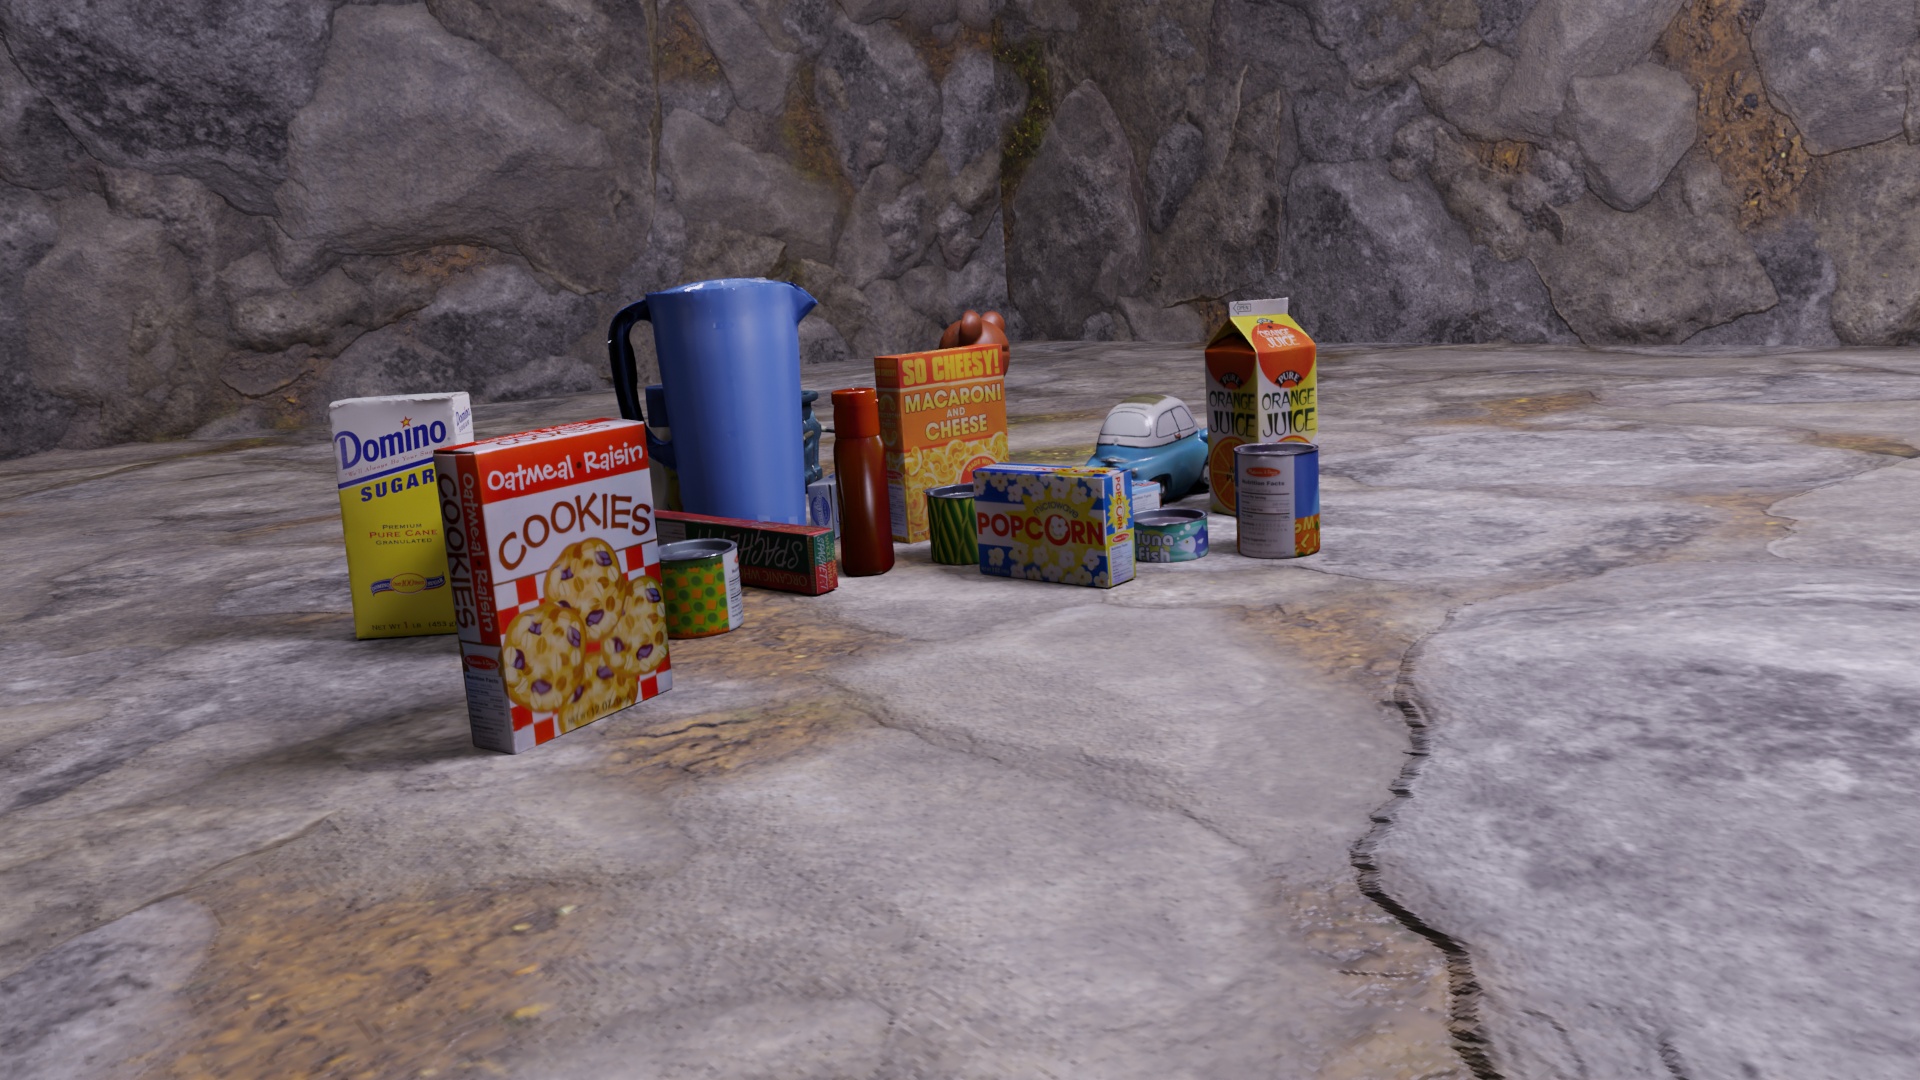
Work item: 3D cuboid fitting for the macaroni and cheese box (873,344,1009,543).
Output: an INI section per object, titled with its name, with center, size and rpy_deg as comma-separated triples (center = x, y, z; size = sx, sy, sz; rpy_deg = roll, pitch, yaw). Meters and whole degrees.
[macaroni and cheese box]
center = -0.015, -0.091, 1.269
size = 0.124, 0.166, 0.040
rpy_deg = -13, 14, -38

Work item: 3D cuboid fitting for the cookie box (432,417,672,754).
[cookie box]
center = -0.229, 0.021, 0.794
size = 0.040, 0.167, 0.123
rpy_deg = 3, 13, 32

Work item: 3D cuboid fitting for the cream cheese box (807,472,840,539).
[cream cheese box]
center = -0.114, -0.036, 1.317
size = 0.024, 0.053, 0.104
rpy_deg = -1, 12, 16

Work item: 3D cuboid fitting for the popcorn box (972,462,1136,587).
[popcorn box]
center = 0.070, -0.014, 1.065
size = 0.126, 0.085, 0.038
rpy_deg = 5, 14, 39

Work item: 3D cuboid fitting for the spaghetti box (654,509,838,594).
[spaghetti box]
center = -0.197, 0.007, 1.143
size = 0.250, 0.050, 0.029
rpy_deg = 6, 15, 40

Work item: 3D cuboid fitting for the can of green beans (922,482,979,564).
[can of green beans]
center = 0.006, -0.014, 1.159
size = 0.071, 0.057, 0.071
rpy_deg = -4, 11, 1

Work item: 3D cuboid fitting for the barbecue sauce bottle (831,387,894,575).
[barbecue sauce bottle]
center = -0.081, -0.049, 1.132
size = 0.044, 0.148, 0.065
rpy_deg = -4, 11, 1

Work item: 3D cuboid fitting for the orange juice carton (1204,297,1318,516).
[orange juice carton]
center = 0.271, -0.120, 1.251
size = 0.072, 0.192, 0.073
rpy_deg = -10, 12, -28

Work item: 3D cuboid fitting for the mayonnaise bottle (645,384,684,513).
[mayonnaise bottle]
center = -0.273, -0.073, 1.317
size = 0.065, 0.147, 0.041
rpy_deg = -14, 15, -43

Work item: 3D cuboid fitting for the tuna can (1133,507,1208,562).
[tuna can]
center = 0.166, -0.004, 1.118
size = 0.071, 0.032, 0.071
rpy_deg = -4, 11, 1

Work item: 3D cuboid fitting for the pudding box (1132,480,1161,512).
[pudding box]
center = 0.133, -0.020, 1.165
size = 0.084, 0.049, 0.030
rpy_deg = -14, 15, -41

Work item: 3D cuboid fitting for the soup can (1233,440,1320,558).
[soup can]
center = 0.253, -0.033, 1.104
size = 0.071, 0.083, 0.071
rpy_deg = -4, 11, 1

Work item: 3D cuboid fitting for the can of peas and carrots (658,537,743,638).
[can of peas and carrots]
center = -0.192, 0.034, 0.988
size = 0.071, 0.058, 0.071
rpy_deg = -4, 11, 1
